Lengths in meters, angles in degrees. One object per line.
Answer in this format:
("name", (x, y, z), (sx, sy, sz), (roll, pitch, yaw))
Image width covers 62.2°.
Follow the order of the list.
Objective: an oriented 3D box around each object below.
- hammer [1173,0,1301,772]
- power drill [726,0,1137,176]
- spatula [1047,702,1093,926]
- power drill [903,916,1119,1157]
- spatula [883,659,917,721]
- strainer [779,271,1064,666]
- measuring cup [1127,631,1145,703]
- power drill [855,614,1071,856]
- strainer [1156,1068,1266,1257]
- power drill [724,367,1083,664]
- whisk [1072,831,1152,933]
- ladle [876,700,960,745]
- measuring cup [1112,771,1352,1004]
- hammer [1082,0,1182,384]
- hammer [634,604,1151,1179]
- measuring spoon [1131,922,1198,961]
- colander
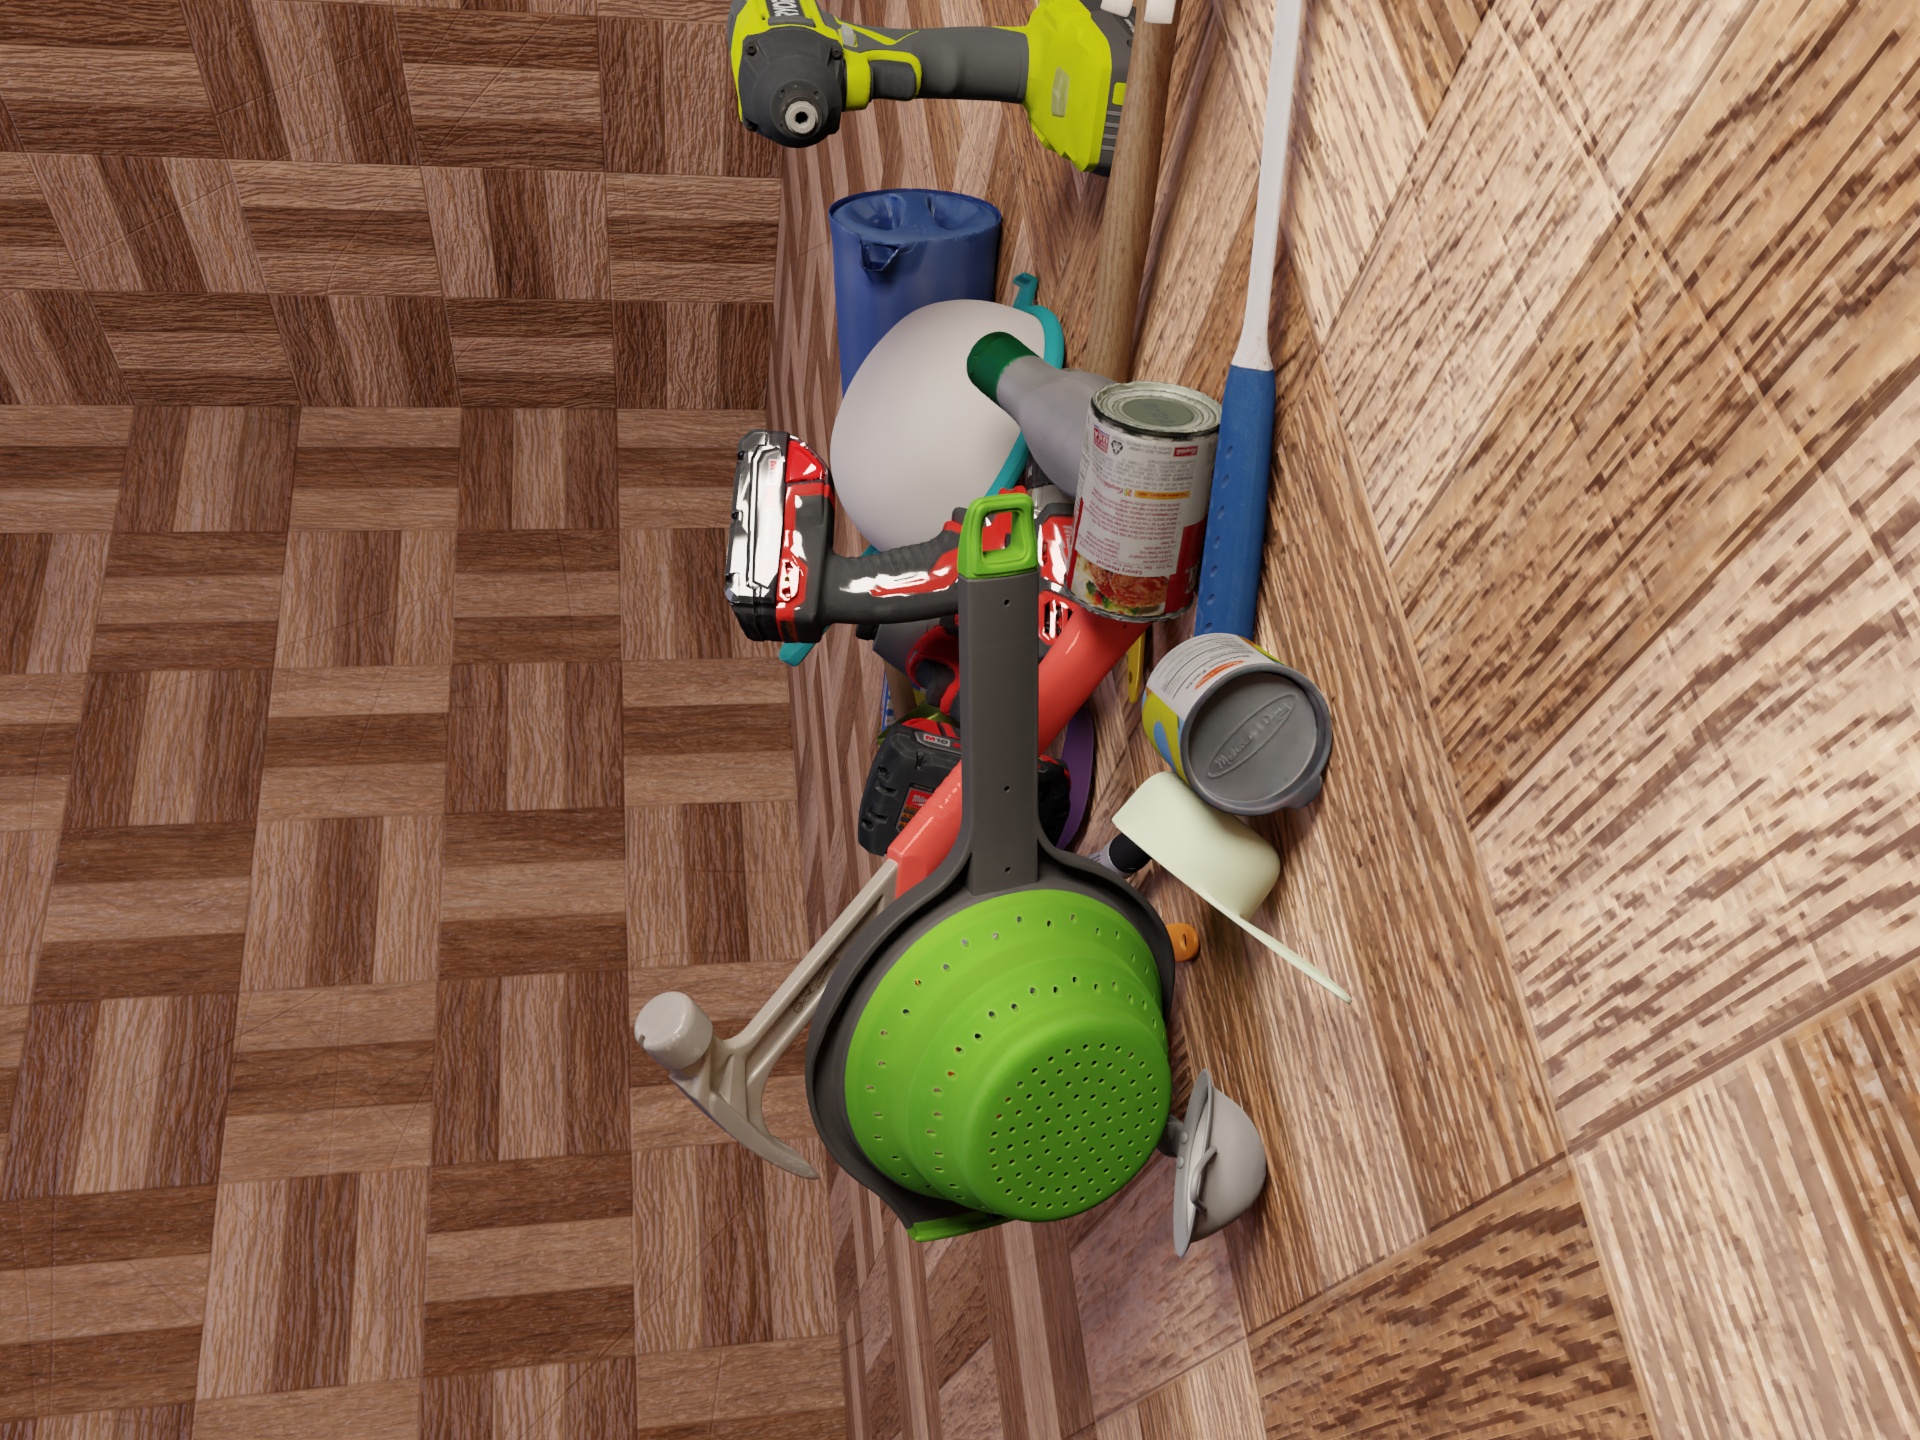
("hammer", (0.127, -0.162, 0.681), (0.144, 0.035, 0.405), (-117, 27, -66))
("power drill", (-0.012, -0.351, 0.871), (0.171, 0.223, 0.080), (-106, 17, -52))
("spatula", (0.063, 0.116, 1.103), (0.060, 0.018, 0.315), (-106, 19, -49))
("power drill", (0.038, 0.206, 0.972), (0.164, 0.084, 0.226), (47, 160, 14))
("spatula", (-0.018, 0.048, 1.228), (0.082, 0.044, 0.317), (-103, 1, -54))
("strainer", (-0.064, -0.168, 1.123), (0.340, 0.095, 0.211), (-47, 29, 31))
("measuring cup", (0.089, -0.088, 0.897), (0.062, 0.029, 0.156), (-171, 82, -79))
("power drill", (-0.002, -0.003, 0.987), (0.220, 0.143, 0.078), (-87, 14, -56))
("strainer", (0.112, 0.213, 0.811), (0.258, 0.050, 0.087), (139, 141, -83))
("power drill", (-0.017, -0.124, 0.946), (0.080, 0.226, 0.188), (92, -178, -78))
("whisk", (0.083, 0.088, 0.913), (0.284, 0.070, 0.070), (126, 141, -64))
("ladle", (-0.003, -0.108, 1.162), (0.078, 0.062, 0.320), (-22, 49, 43))
("measuring cup", (0.125, 0.069, 0.677), (0.038, 0.083, 0.168), (-53, 29, 2))
("hammer", (0.088, -0.281, 0.800), (0.331, 0.031, 0.130), (94, -166, -50))
("hammer", (-0.007, 0.063, 0.819), (0.037, 0.359, 0.149), (25, 157, 42))
("measuring spoon", (0.109, 0.124, 0.880), (0.117, 0.011, 0.021), (140, 128, -76))
("colander", (0.034, 0.097, 0.744), (0.095, 0.204, 0.396), (-141, 45, -59))
